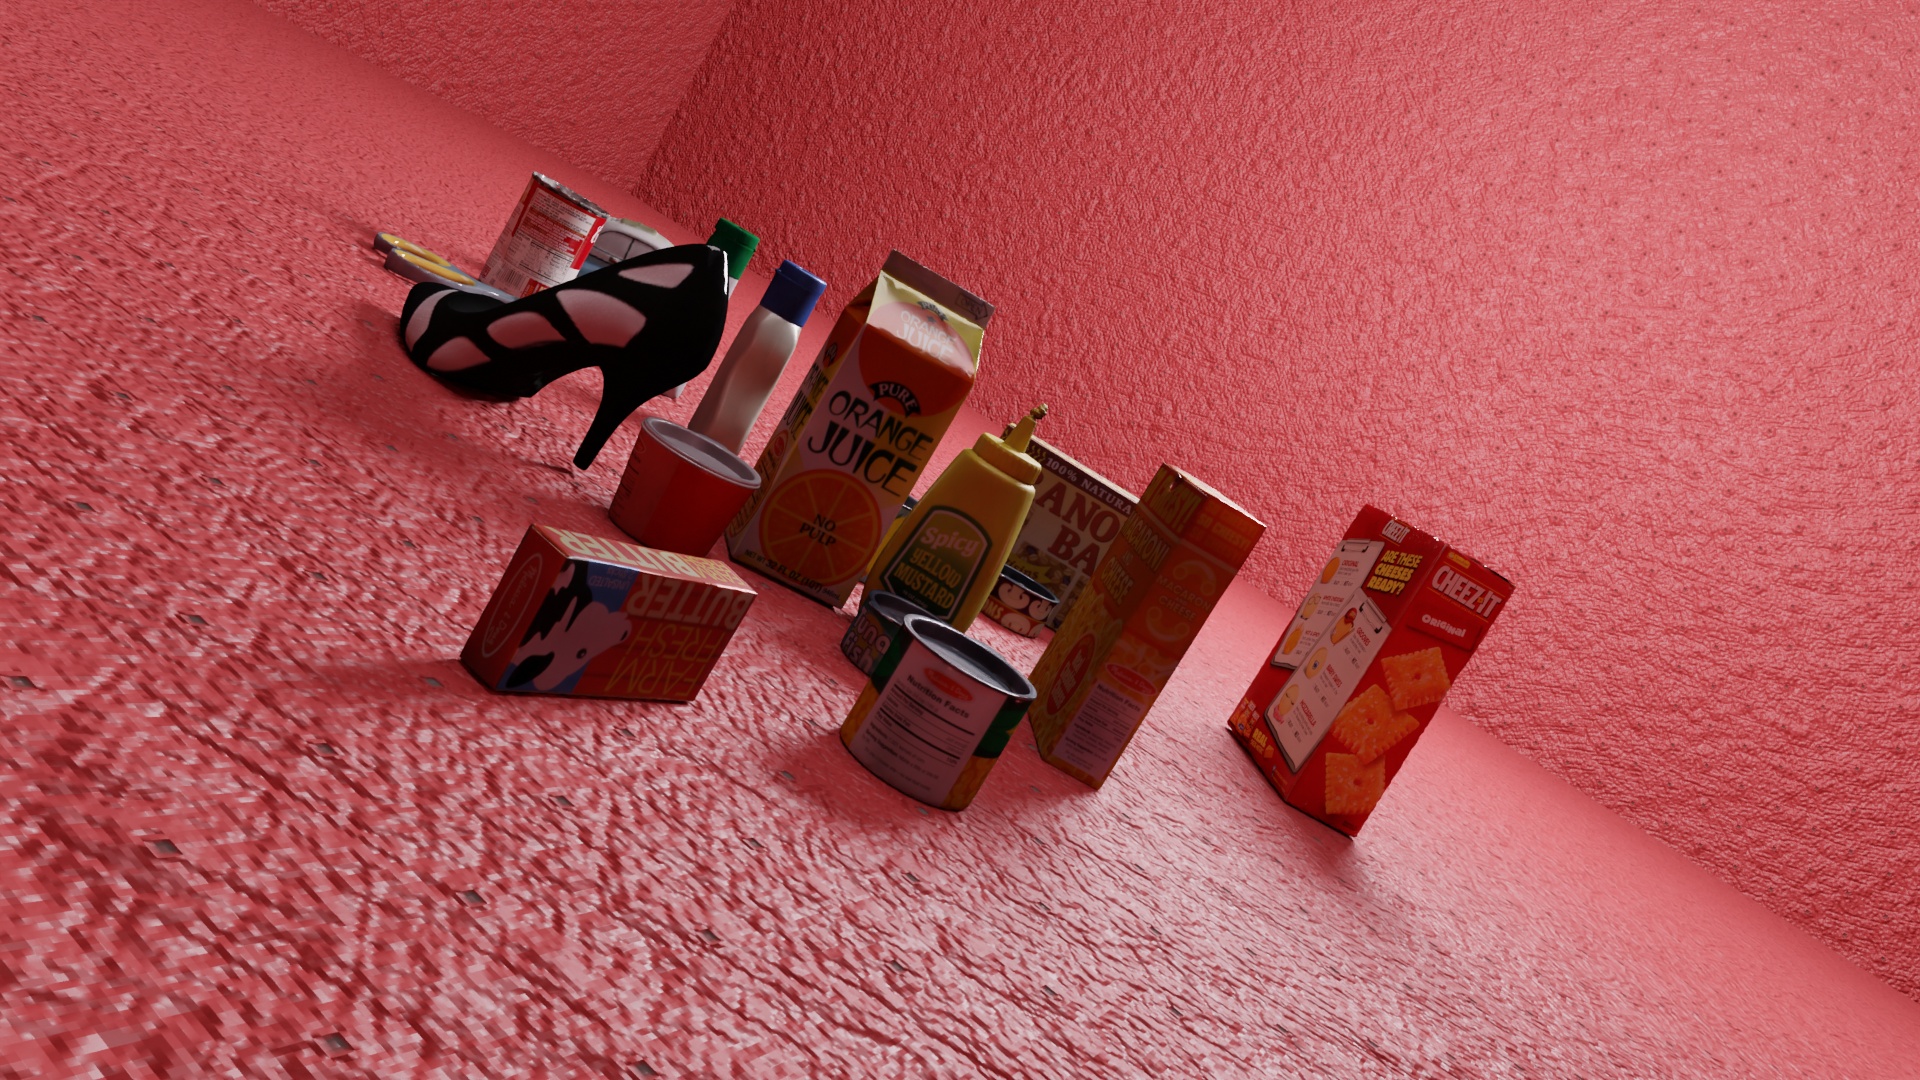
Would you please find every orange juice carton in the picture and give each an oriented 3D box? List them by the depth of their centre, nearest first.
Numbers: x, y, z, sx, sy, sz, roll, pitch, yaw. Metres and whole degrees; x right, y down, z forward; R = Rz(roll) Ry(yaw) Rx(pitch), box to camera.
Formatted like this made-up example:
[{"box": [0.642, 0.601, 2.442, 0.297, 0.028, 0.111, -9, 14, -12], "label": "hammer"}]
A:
[{"box": [-0.057, -0.066, 0.791, 0.072, 0.192, 0.073, 28, 8, -20], "label": "orange juice carton"}]

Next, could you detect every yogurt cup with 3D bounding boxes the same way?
[{"box": [-0.145, -0.025, 0.718, 0.072, 0.054, 0.072, 30, 8, -5], "label": "yogurt cup"}]

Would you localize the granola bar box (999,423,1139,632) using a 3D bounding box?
[{"box": [0.078, 0.000, 1.110, 0.165, 0.124, 0.039, 31, 8, 4], "label": "granola bar box"}]

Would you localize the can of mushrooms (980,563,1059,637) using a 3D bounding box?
[{"box": [0.036, 0.041, 1.034, 0.071, 0.033, 0.071, 30, 8, -5], "label": "can of mushrooms"}]

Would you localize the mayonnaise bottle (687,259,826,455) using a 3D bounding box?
[{"box": [-0.149, -0.133, 1.019, 0.041, 0.148, 0.065, 27, 8, -24], "label": "mayonnaise bottle"}]

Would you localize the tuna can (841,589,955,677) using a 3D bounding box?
[{"box": [-0.029, 0.056, 0.725, 0.071, 0.032, 0.071, 30, 8, -5], "label": "tuna can"}]

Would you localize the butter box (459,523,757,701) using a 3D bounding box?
[{"box": [-0.121, 0.028, 0.492, 0.024, 0.053, 0.103, 35, 9, 28], "label": "butter box"}]

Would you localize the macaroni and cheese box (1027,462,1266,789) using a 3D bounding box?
[{"box": [0.097, 0.042, 0.783, 0.040, 0.166, 0.124, 30, 8, -8], "label": "macaroni and cheese box"}]

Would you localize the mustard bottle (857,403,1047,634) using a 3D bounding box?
[{"box": [0.003, -0.010, 0.781, 0.065, 0.160, 0.049, 31, 8, 4], "label": "mustard bottle"}]

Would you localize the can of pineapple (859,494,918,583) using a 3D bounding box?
[{"box": [-0.060, -0.009, 0.911, 0.071, 0.057, 0.071, 30, 8, -5], "label": "can of pineapple"}]

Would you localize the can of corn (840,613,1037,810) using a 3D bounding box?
[{"box": [-0.009, 0.073, 0.599, 0.071, 0.058, 0.071, 30, 8, -5], "label": "can of corn"}]

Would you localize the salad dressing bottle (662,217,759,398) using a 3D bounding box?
[{"box": [-0.214, -0.189, 1.126, 0.044, 0.147, 0.064, 29, 8, -13], "label": "salad dressing bottle"}]
